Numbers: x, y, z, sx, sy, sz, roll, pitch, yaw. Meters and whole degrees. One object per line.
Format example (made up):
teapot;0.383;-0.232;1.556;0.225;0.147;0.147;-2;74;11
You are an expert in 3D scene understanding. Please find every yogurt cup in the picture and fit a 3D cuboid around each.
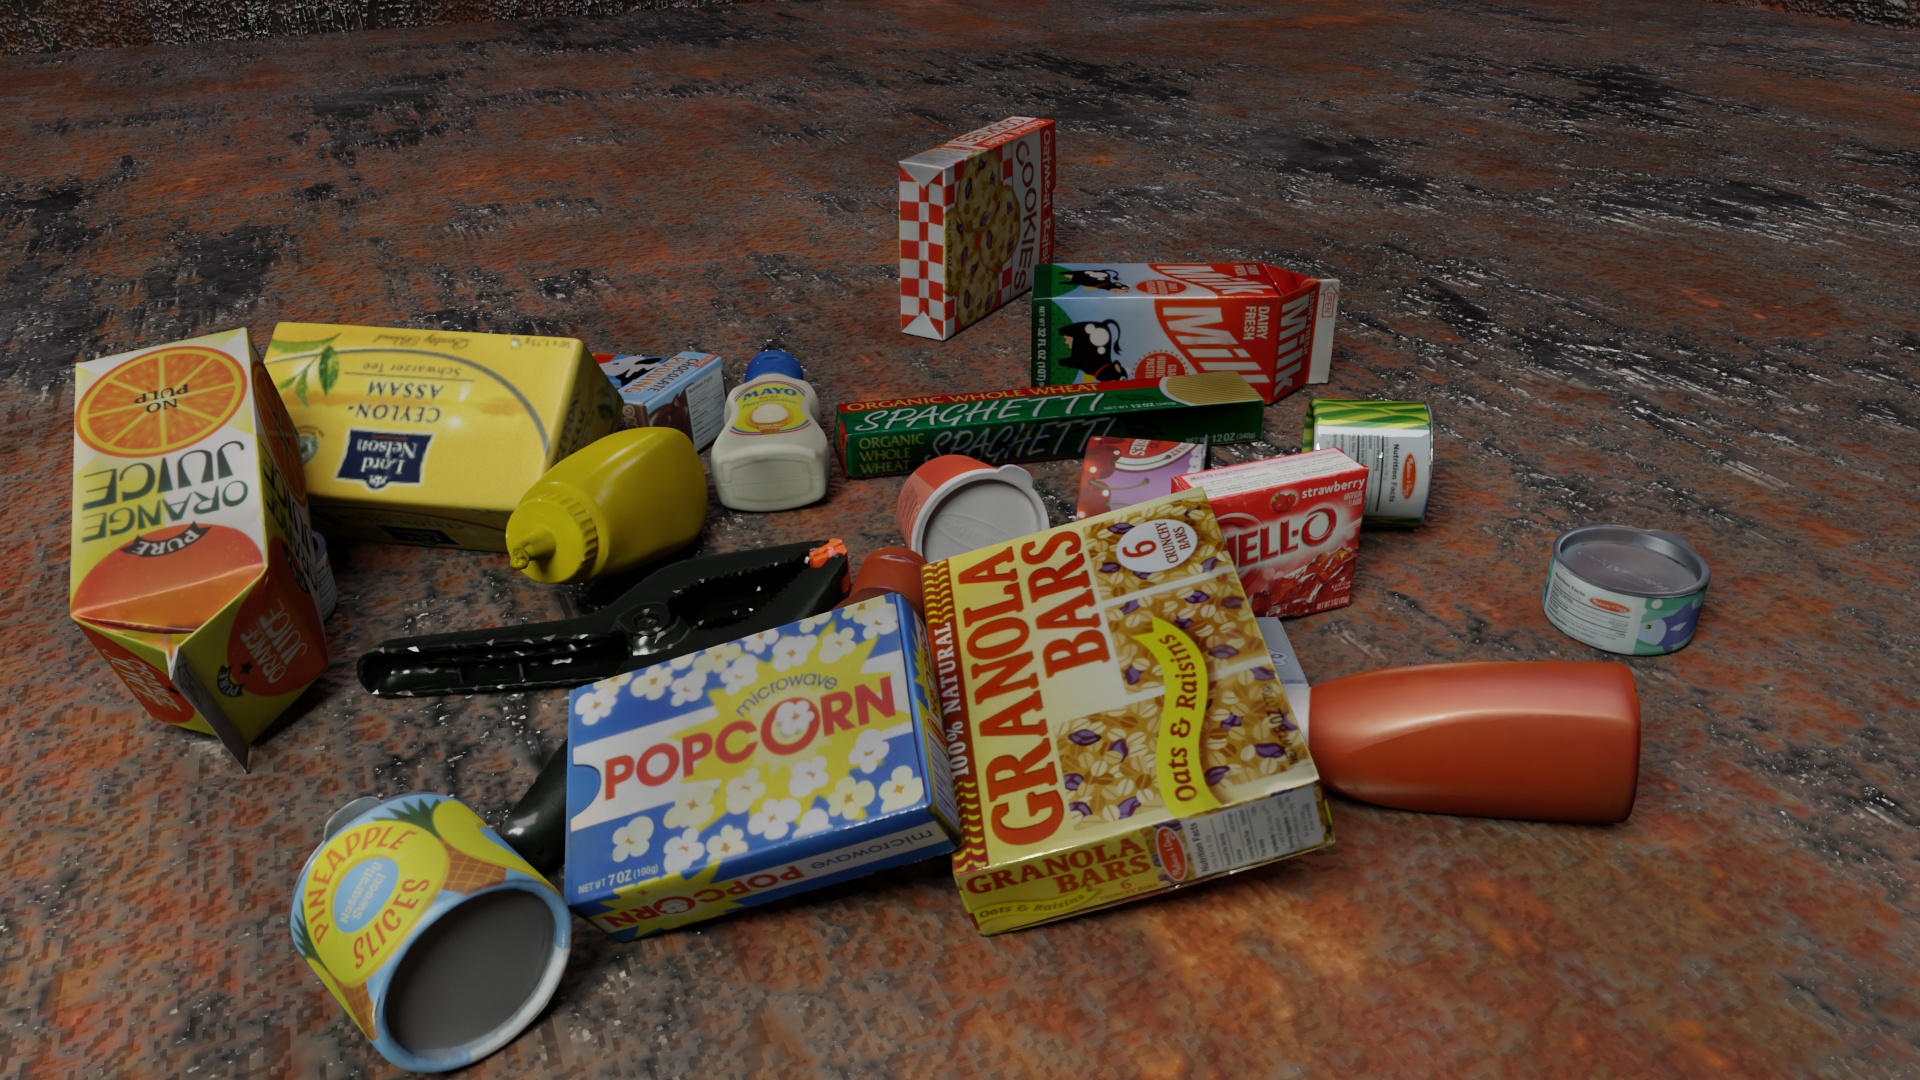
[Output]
yogurt cup;0.002;-0.008;0.668;0.072;0.072;0.054;-10;22;-16

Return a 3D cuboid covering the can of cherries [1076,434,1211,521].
can of cherries;0.090;-0.019;0.676;0.058;0.071;0.072;6;29;13

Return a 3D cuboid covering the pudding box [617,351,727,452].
pudding box;-0.168;-0.073;0.804;0.030;0.049;0.084;9;30;21

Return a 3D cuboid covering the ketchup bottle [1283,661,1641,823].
ketchup bottle;0.169;0.074;0.517;0.149;0.064;0.044;-1;41;18

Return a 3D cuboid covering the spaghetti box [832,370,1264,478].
spaghetti box;0.052;-0.069;0.812;0.250;0.028;0.050;-6;28;-9

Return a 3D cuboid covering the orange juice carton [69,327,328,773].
orange juice carton;-0.319;0.003;0.584;0.073;0.071;0.193;-16;52;-14

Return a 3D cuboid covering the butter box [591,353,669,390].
butter box;-0.242;-0.100;0.882;0.103;0.024;0.053;5;29;10

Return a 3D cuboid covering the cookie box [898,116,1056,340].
cookie box;0.016;-0.232;1.014;0.040;0.122;0.168;16;32;26

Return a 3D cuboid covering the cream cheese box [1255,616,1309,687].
cream cheese box;0.090;0.057;0.584;0.104;0.024;0.053;-3;28;-3

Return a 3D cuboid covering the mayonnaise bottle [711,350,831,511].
mayonnaise bottle;-0.108;-0.067;0.799;0.065;0.041;0.149;-5;29;-4

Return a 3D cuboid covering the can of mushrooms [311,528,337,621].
can of mushrooms;-0.332;0.021;0.652;0.071;0.033;0.071;0;29;0

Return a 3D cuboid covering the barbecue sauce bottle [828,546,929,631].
barbecue sauce bottle;-0.039;0.053;0.575;0.065;0.043;0.149;8;29;5

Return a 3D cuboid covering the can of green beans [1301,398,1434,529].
can of green beans;0.208;-0.040;0.717;0.058;0.071;0.071;3;29;8

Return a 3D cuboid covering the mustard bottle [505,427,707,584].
mustard bottle;-0.170;-0.012;0.650;0.049;0.065;0.161;-9;11;16

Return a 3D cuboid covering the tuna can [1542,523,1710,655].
tuna can;0.305;0.021;0.636;0.071;0.032;0.071;-1;29;0

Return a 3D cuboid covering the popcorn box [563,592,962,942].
popcorn box;-0.068;0.077;0.474;0.127;0.038;0.085;-17;52;7

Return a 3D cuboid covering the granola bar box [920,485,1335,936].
granola bar box;0.053;0.057;0.520;0.124;0.039;0.166;-16;36;6

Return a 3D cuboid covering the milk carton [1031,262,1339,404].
milk carton;0.141;-0.132;0.881;0.191;0.072;0.074;1;28;3

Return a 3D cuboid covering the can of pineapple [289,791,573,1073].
can of pineapple;-0.164;0.120;0.430;0.058;0.070;0.071;25;37;39
